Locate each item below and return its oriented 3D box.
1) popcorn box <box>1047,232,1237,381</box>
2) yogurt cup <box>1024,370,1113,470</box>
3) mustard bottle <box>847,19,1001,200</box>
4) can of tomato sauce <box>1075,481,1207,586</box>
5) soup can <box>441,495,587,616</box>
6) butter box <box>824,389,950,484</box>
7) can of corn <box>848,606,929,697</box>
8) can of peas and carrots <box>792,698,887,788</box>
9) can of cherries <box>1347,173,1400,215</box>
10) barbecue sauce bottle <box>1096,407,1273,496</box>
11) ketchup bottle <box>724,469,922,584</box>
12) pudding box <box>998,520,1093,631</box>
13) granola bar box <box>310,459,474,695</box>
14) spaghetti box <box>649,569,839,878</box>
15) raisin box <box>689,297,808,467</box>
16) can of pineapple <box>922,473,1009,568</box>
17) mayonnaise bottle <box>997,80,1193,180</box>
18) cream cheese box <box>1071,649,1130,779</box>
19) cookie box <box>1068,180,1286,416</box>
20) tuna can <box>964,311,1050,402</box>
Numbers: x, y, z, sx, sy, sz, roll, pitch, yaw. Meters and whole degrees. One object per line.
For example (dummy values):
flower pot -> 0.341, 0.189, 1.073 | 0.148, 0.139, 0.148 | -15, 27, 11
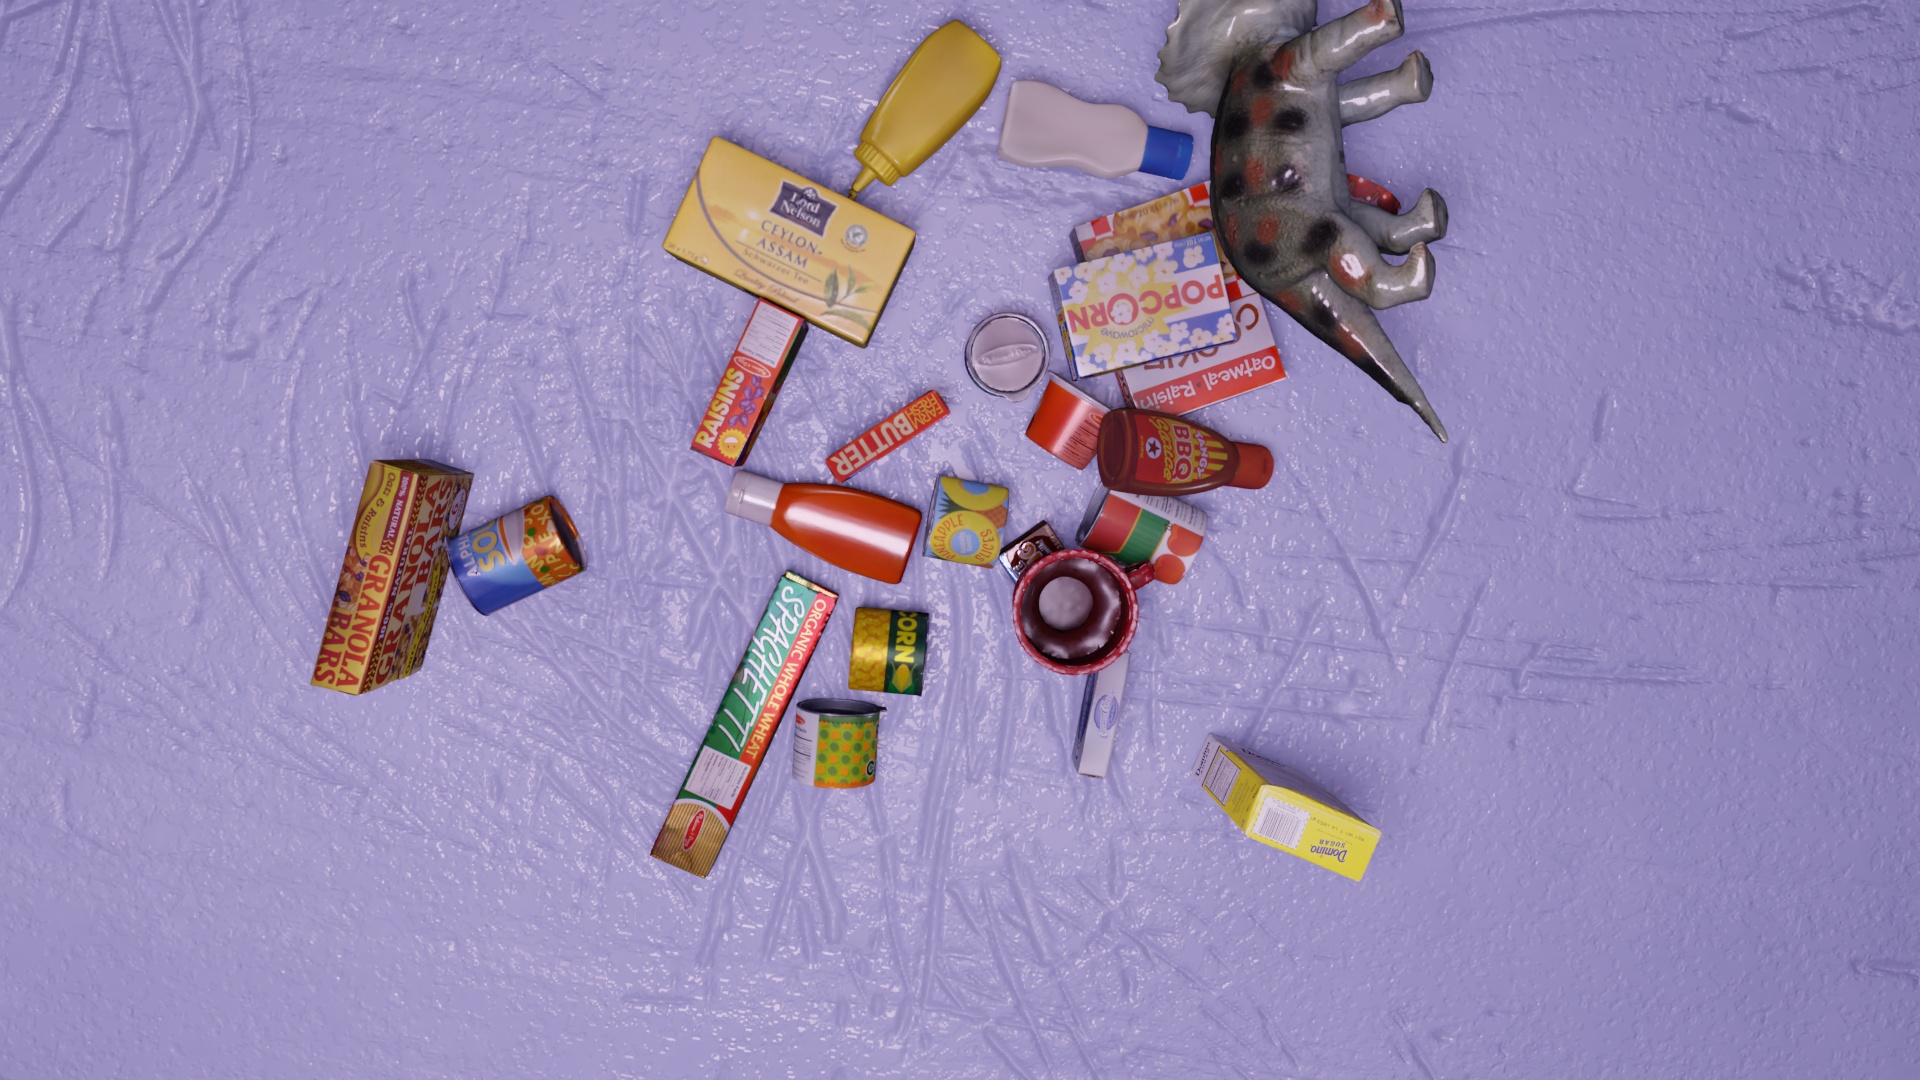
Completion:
popcorn box -> 0.138, -0.177, 1.056 | 0.127, 0.038, 0.085 | -14, 93, -1
yogurt cup -> 0.087, -0.091, 1.087 | 0.072, 0.072, 0.054 | 31, 99, -4
mustard bottle -> -0.038, -0.325, 1.075 | 0.065, 0.049, 0.160 | 41, 91, -4
can of tomato sauce -> 0.142, -0.008, 1.092 | 0.083, 0.071, 0.071 | 24, 91, -5
soup can -> -0.340, 0.009, 1.064 | 0.084, 0.071, 0.071 | -25, 94, -2
butter box -> -0.057, -0.081, 1.083 | 0.103, 0.053, 0.024 | -33, 96, -1
can of corn -> -0.056, 0.085, 1.083 | 0.058, 0.071, 0.071 | 6, 93, -3
can of peas and carrots -> -0.095, 0.158, 1.086 | 0.071, 0.071, 0.058 | 4, 94, -3
can of cherries -> 0.305, -0.247, 1.088 | 0.071, 0.071, 0.058 | 26, 90, -4
barbecue sauce bottle -> 0.176, -0.064, 1.074 | 0.149, 0.043, 0.065 | 5, 81, -32
ketchup bottle -> -0.108, -0.016, 1.088 | 0.149, 0.043, 0.064 | 18, 95, -4
pudding box -> 0.071, 0.032, 1.107 | 0.049, 0.030, 0.083 | -34, 94, 0
granola bar box -> -0.418, 0.024, 1.033 | 0.039, 0.124, 0.165 | 16, 92, -3
spaghetti box -> -0.169, 0.144, 1.099 | 0.050, 0.029, 0.250 | 25, 91, -4
raisin box -> -0.160, -0.118, 1.059 | 0.040, 0.086, 0.123 | 25, 91, -6
can of pineapple -> 0.004, -0.014, 1.082 | 0.058, 0.071, 0.071 | 10, 92, -4
mayonnaise bottle -> 0.106, -0.315, 1.088 | 0.148, 0.041, 0.064 | 11, 94, -5
cream cheese box -> 0.111, 0.132, 1.102 | 0.024, 0.053, 0.103 | 11, 92, -2
cookie box -> 0.171, -0.185, 1.098 | 0.123, 0.040, 0.167 | -19, 93, -2
tuna can -> 0.037, -0.143, 1.096 | 0.071, 0.033, 0.071 | 0, 93, -3
